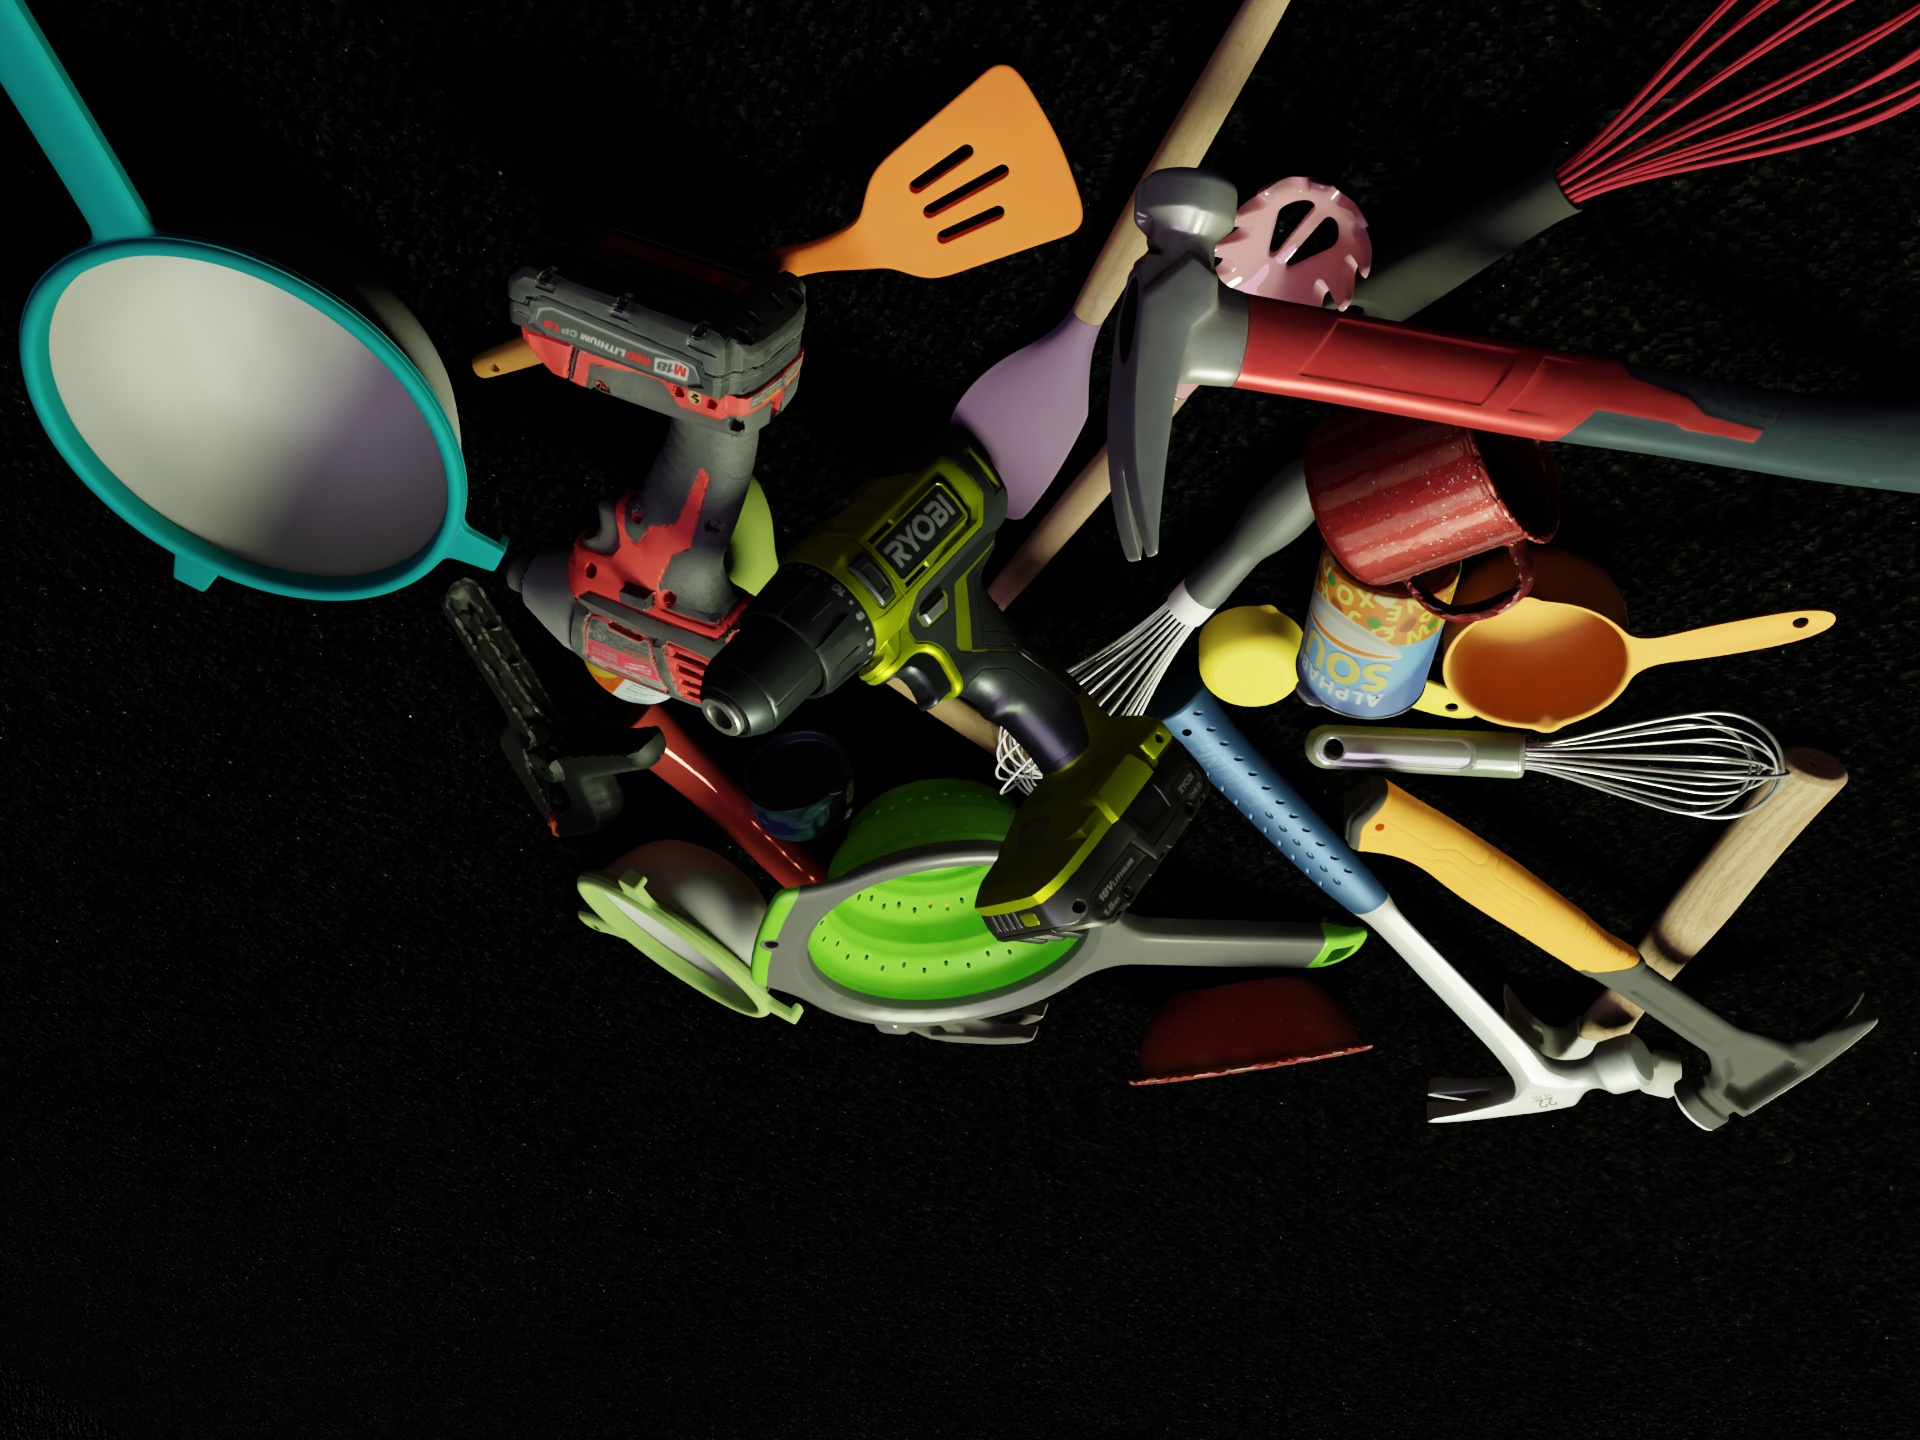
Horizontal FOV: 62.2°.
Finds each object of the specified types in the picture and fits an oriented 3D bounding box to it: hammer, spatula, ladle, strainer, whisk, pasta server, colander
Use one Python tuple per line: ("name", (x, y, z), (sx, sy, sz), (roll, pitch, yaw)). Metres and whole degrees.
("hammer", (0.248, 0.119, 0.961), (0.144, 0.035, 0.405), (-29, 118, 37))
("spatula", (0.065, -0.199, 0.698), (0.059, 0.018, 0.315), (25, 139, -8))
("ladle", (-0.046, -0.044, 0.894), (0.319, 0.062, 0.078), (34, 135, -32))
("strainer", (-0.197, 0.125, 1.080), (0.151, 0.069, 0.256), (44, 158, -23))
("hammer", (-0.093, 0.109, 1.059), (0.149, 0.037, 0.358), (-8, 135, 42))
("whisk", (0.248, -0.215, 0.605), (0.073, 0.073, 0.296), (38, 140, -26))
("hammer", (0.360, 0.123, 0.910), (0.336, 0.034, 0.127), (32, 123, -14))
("strainer", (-0.347, -0.210, 0.742), (0.211, 0.095, 0.340), (-2, 135, 14))
("hammer", (0.246, -0.113, 0.634), (0.386, 0.143, 0.038), (6, 179, -14))
("spatula", (-0.103, -0.207, 0.733), (0.322, 0.041, 0.080), (-9, 136, 29))
("whisk", (0.310, 0.020, 0.858), (0.246, 0.059, 0.058), (3, 98, 19))
("pasta server", (0.084, -0.136, 0.750), (0.060, 0.040, 0.316), (36, 137, -6))
("hammer", (0.429, 0.129, 0.958), (0.130, 0.031, 0.331), (11, 139, 2))
("colander", (0.066, 0.106, 1.004), (0.397, 0.095, 0.204), (4, 141, -16))
("whisk", (0.104, -0.043, 0.839), (0.070, 0.070, 0.284), (28, 132, -16))

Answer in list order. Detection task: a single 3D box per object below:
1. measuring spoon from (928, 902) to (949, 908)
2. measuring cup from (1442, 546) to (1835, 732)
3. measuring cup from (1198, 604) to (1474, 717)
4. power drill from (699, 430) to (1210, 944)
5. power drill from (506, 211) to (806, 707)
("measuring spoon", (-0.029, 0.123, 1.090), (0.116, 0.011, 0.021), (32, 136, -20))
("measuring cup", (0.322, -0.050, 0.771), (0.173, 0.052, 0.095), (-9, 134, 22))
("measuring cup", (0.203, -0.018, 0.853), (0.156, 0.029, 0.062), (16, 139, -1))
("power drill", (-0.001, -0.002, 0.764), (0.228, 0.191, 0.080), (49, 147, -13))
("power drill", (-0.149, -0.112, 0.746), (0.143, 0.079, 0.219), (22, 131, 11))
